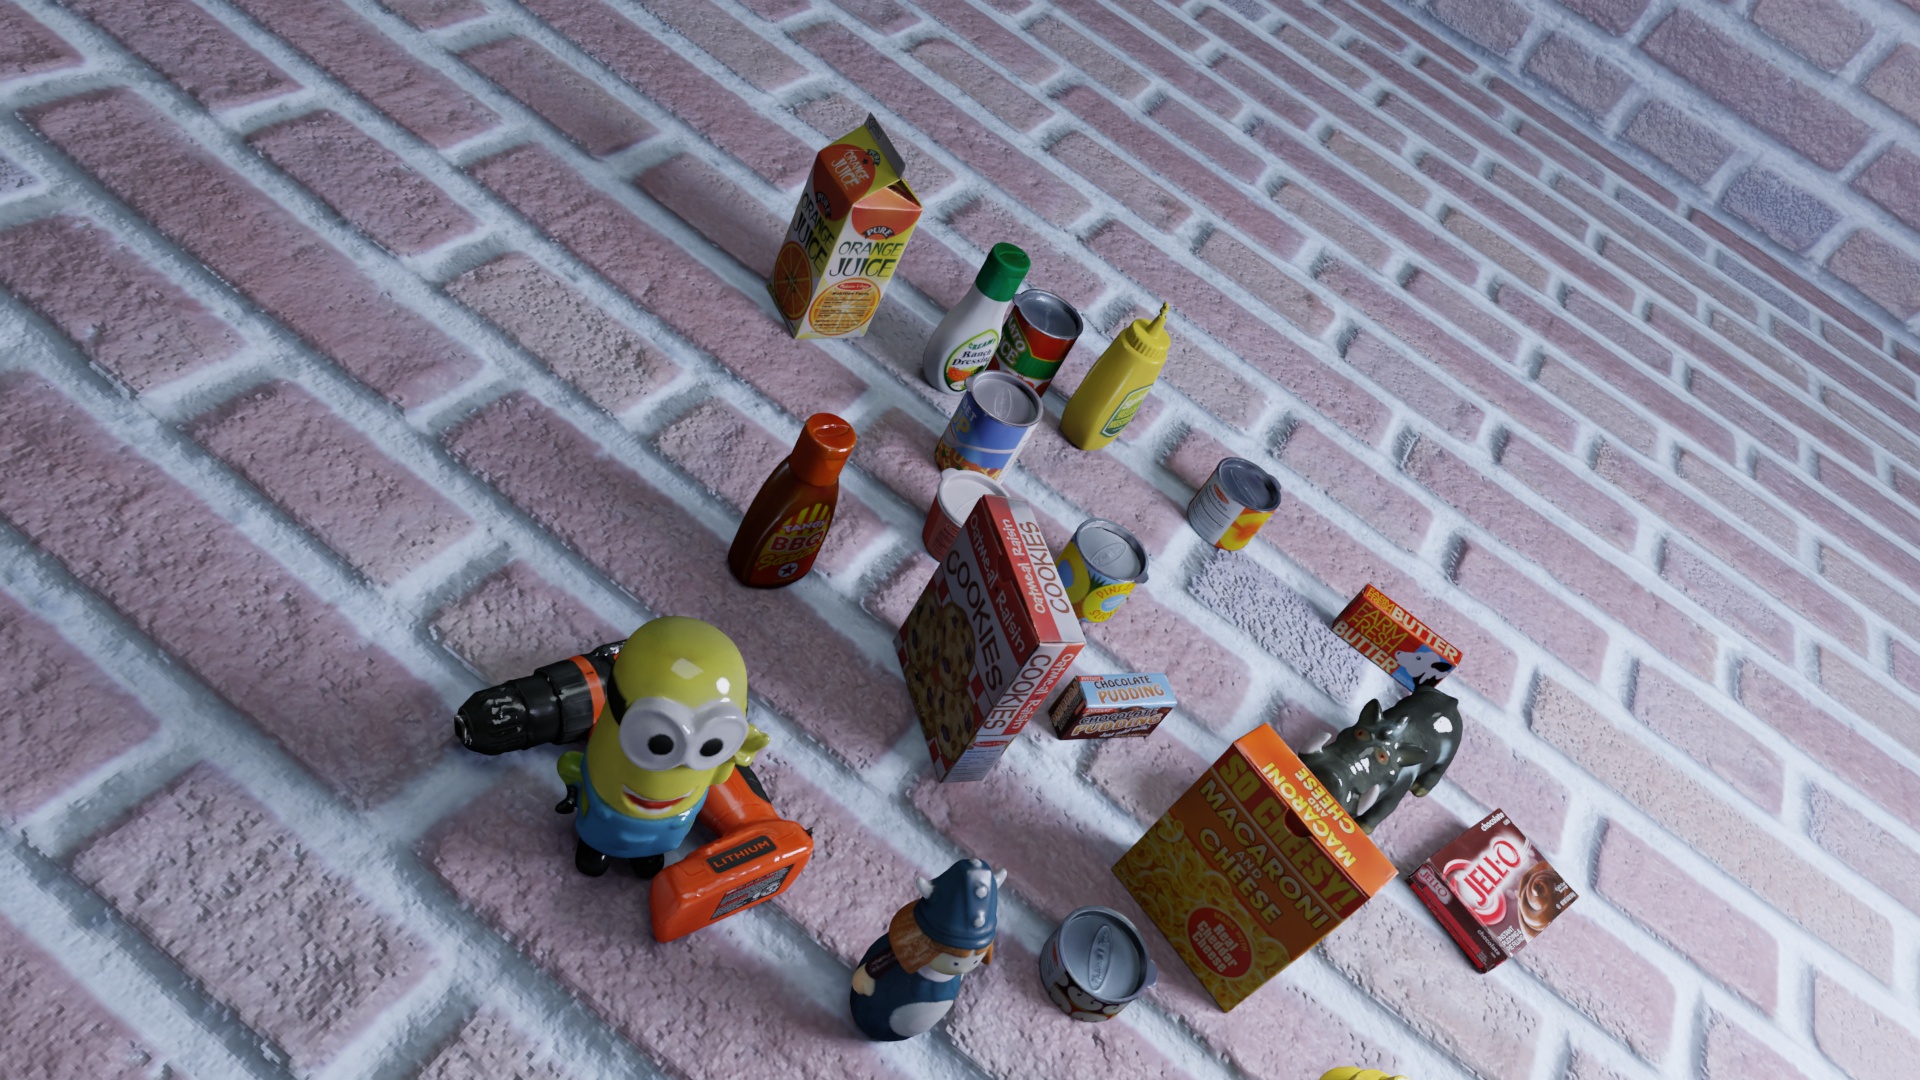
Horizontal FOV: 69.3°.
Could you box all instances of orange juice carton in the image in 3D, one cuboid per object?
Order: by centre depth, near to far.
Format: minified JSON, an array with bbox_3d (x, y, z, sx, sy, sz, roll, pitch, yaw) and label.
[{"bbox_3d":[-0.095,-0.266,1.192,0.073,0.191,0.072,-7,54,-35],"label":"orange juice carton"}]

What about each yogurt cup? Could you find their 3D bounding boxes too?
[{"bbox_3d":[0.004,-0.014,1.109,0.072,0.053,0.073,16,44,-16],"label":"yogurt cup"}]

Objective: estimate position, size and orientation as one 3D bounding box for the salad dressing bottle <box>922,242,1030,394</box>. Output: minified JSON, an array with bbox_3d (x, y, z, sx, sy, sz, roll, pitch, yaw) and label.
[{"bbox_3d":[0.015,-0.194,1.219,0.064,0.146,0.044,-10,56,-37],"label":"salad dressing bottle"}]

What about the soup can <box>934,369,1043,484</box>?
[{"bbox_3d":[0.020,-0.093,1.173,0.071,0.083,0.072,16,44,-16],"label":"soup can"}]

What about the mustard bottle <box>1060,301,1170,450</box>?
[{"bbox_3d":[0.147,-0.149,1.243,0.065,0.159,0.049,-24,65,-43],"label":"mustard bottle"}]

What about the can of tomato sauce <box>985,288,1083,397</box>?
[{"bbox_3d":[0.064,-0.180,1.282,0.071,0.082,0.071,16,44,-16],"label":"can of tomato sauce"}]

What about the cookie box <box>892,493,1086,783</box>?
[{"bbox_3d":[0.014,0.069,0.951,0.040,0.166,0.123,2,49,-29],"label":"cookie box"}]

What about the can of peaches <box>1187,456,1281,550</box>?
[{"bbox_3d":[0.251,-0.033,1.268,0.071,0.057,0.071,16,44,-16],"label":"can of peaches"}]

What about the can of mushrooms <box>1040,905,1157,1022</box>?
[{"bbox_3d":[0.089,0.274,0.896,0.071,0.033,0.071,16,44,-16],"label":"can of mushrooms"}]

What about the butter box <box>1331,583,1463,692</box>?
[{"bbox_3d":[0.386,0.089,1.232,0.103,0.052,0.024,39,42,8],"label":"butter box"}]

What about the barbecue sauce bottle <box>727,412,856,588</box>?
[{"bbox_3d":[-0.115,-0.027,0.983,0.065,0.147,0.044,-9,55,-36],"label":"barbecue sauce bottle"}]

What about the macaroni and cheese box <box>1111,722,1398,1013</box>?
[{"bbox_3d":[0.186,0.217,0.908,0.040,0.165,0.124,-21,63,-42],"label":"macaroni and cheese box"}]

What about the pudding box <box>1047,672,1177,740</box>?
[{"bbox_3d":[0.115,0.124,1.044,0.084,0.049,0.030,2,49,-29],"label":"pudding box"}]

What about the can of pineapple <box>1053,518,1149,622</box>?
[{"bbox_3d":[0.112,0.026,1.130,0.071,0.057,0.071,16,44,-16],"label":"can of pineapple"}]
